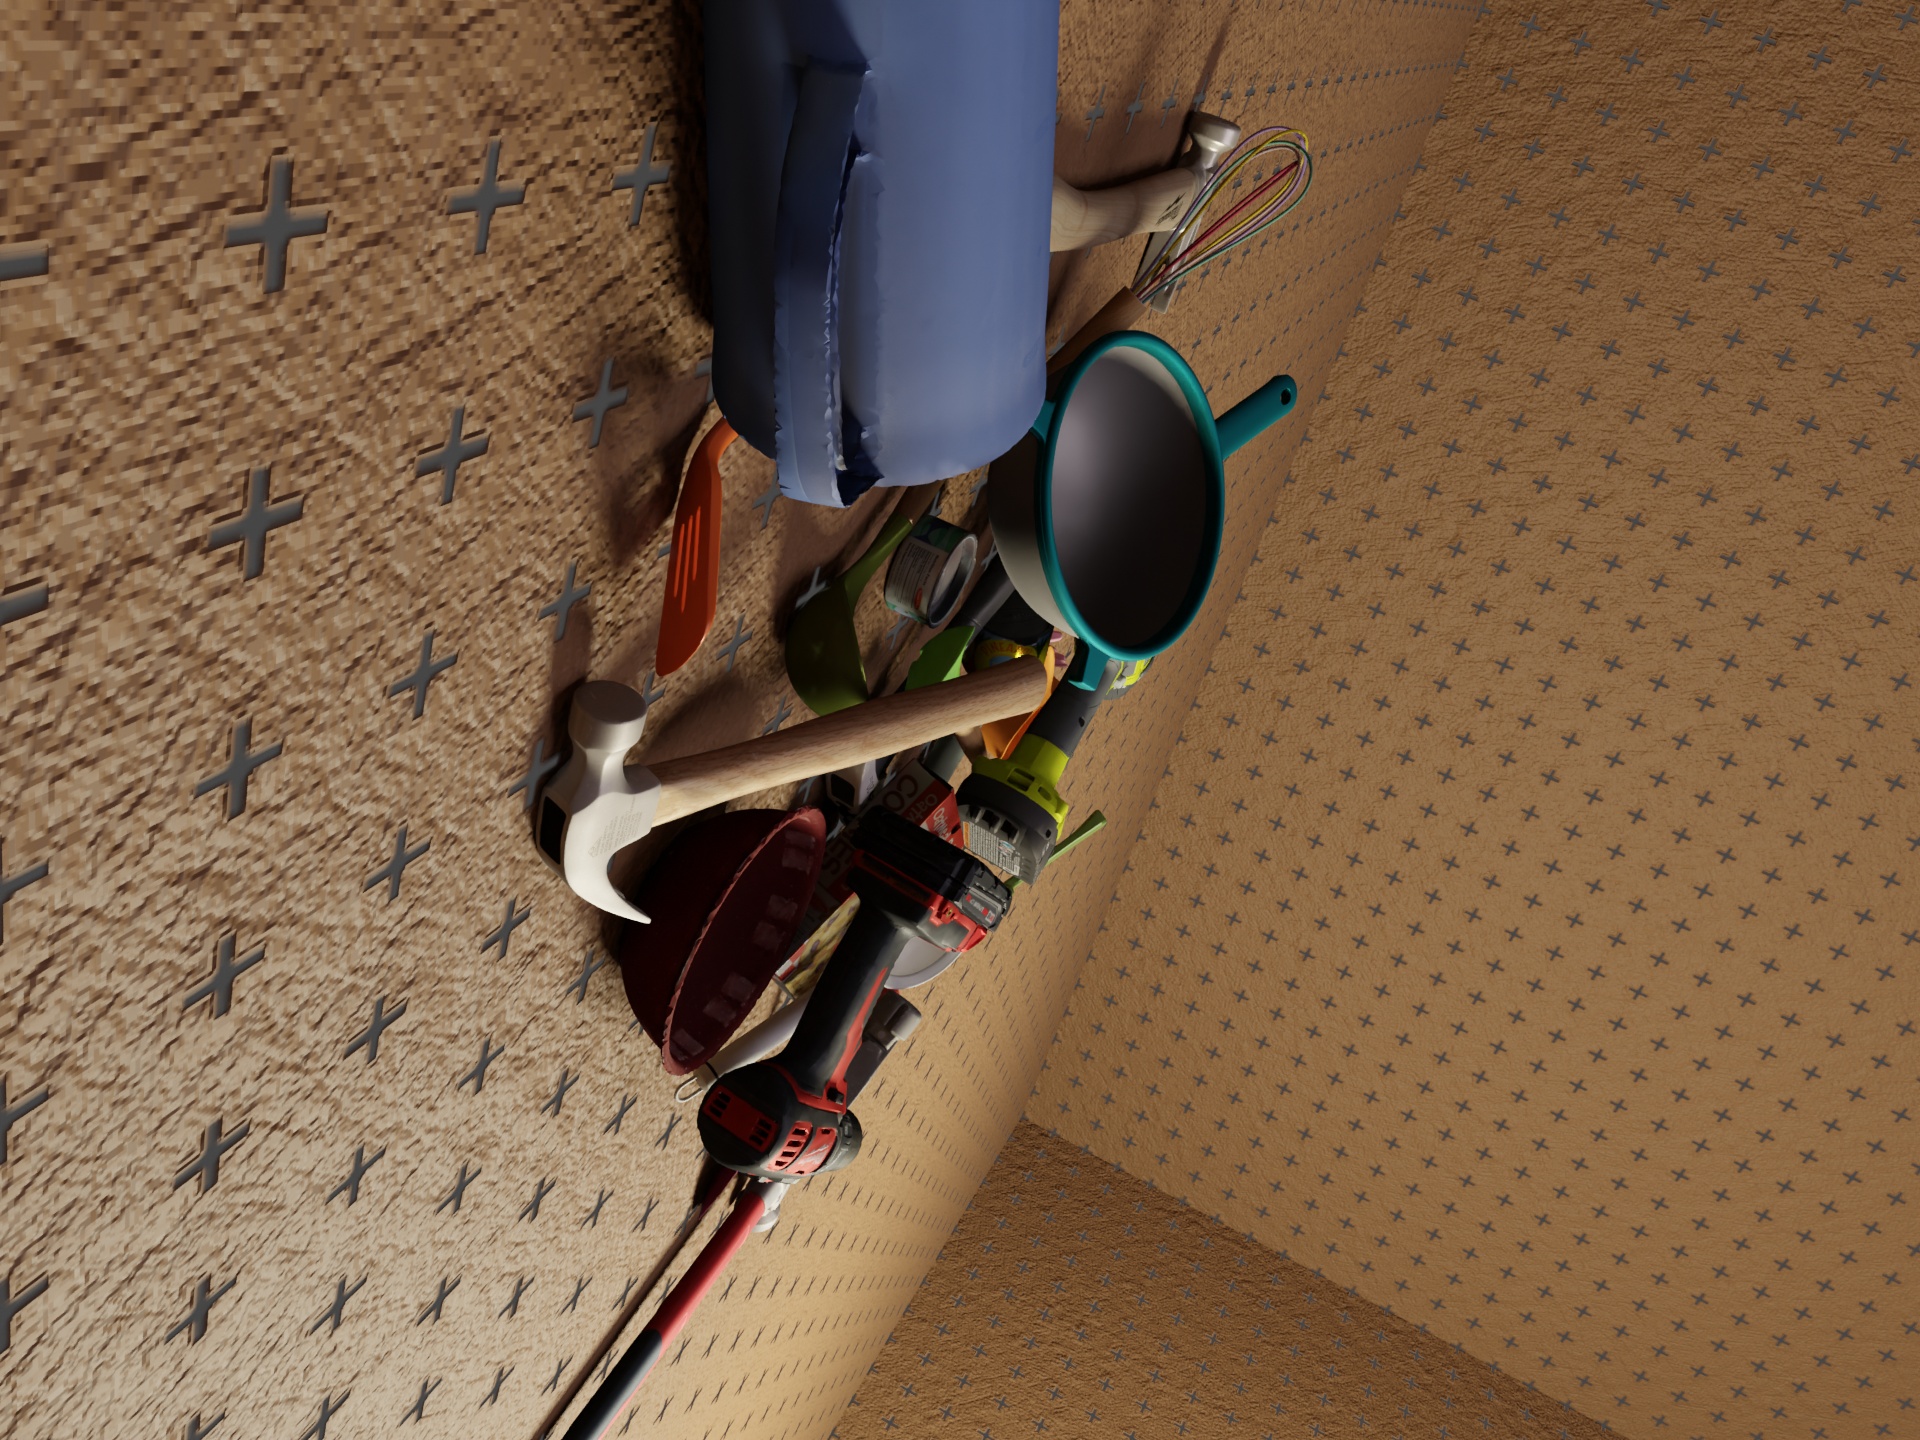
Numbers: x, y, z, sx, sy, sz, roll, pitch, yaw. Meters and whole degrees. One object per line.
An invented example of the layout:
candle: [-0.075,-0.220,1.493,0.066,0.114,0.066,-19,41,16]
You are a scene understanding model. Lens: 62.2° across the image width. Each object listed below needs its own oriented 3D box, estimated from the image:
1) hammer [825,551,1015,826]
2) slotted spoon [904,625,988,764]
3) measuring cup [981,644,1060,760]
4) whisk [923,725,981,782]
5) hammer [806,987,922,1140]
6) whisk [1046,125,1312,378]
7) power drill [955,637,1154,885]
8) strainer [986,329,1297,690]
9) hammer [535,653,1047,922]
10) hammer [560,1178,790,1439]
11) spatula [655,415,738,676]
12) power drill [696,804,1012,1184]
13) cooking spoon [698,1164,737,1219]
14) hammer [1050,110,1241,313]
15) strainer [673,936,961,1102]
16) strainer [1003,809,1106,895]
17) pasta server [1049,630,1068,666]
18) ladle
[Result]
hammer: [0.012,-0.081,1.100,0.335,0.035,0.146,-54,165,-22]
slotted spoon: [-0.002,-0.003,1.083,0.070,0.031,0.313,-58,168,-8]
measuring cup: [0.050,-0.029,1.337,0.095,0.052,0.173,-40,159,-21]
whisk: [-0.039,0.073,1.239,0.059,0.057,0.246,-27,-157,46]
hammer: [-0.084,0.260,1.263,0.149,0.037,0.359,-51,179,-2]
whisk: [0.134,-0.290,1.042,0.245,0.051,0.047,-42,180,15]
power drill: [0.080,0.005,1.215,0.228,0.080,0.190,-58,170,-15]
strainer: [0.119,-0.174,1.091,0.340,0.095,0.210,-38,122,-43]
hammer: [-0.068,0.014,0.796,0.331,0.031,0.130,-17,137,-47]
hammer: [-0.231,0.461,1.176,0.386,0.038,0.143,-49,168,-47]
spatula: [-0.058,-0.165,0.686,0.323,0.041,0.081,-62,-163,-21]
power drill: [-0.060,0.181,0.978,0.227,0.080,0.187,-59,159,-9]
cooking spoon: [-0.120,0.255,1.199,0.319,0.017,0.069,-57,178,17]
hammer: [0.097,-0.322,1.038,0.411,0.038,0.146,-41,155,-60]
strainer: [-0.082,0.175,1.055,0.258,0.050,0.086,-32,135,-27]
strainer: [0.006,0.126,1.303,0.256,0.069,0.151,-33,176,-20]
pasta server: [0.059,-0.122,1.265,0.316,0.040,0.060,77,6,-67]
ladle: [-0.012,-0.130,0.921,0.078,0.062,0.320,88,27,-56]
